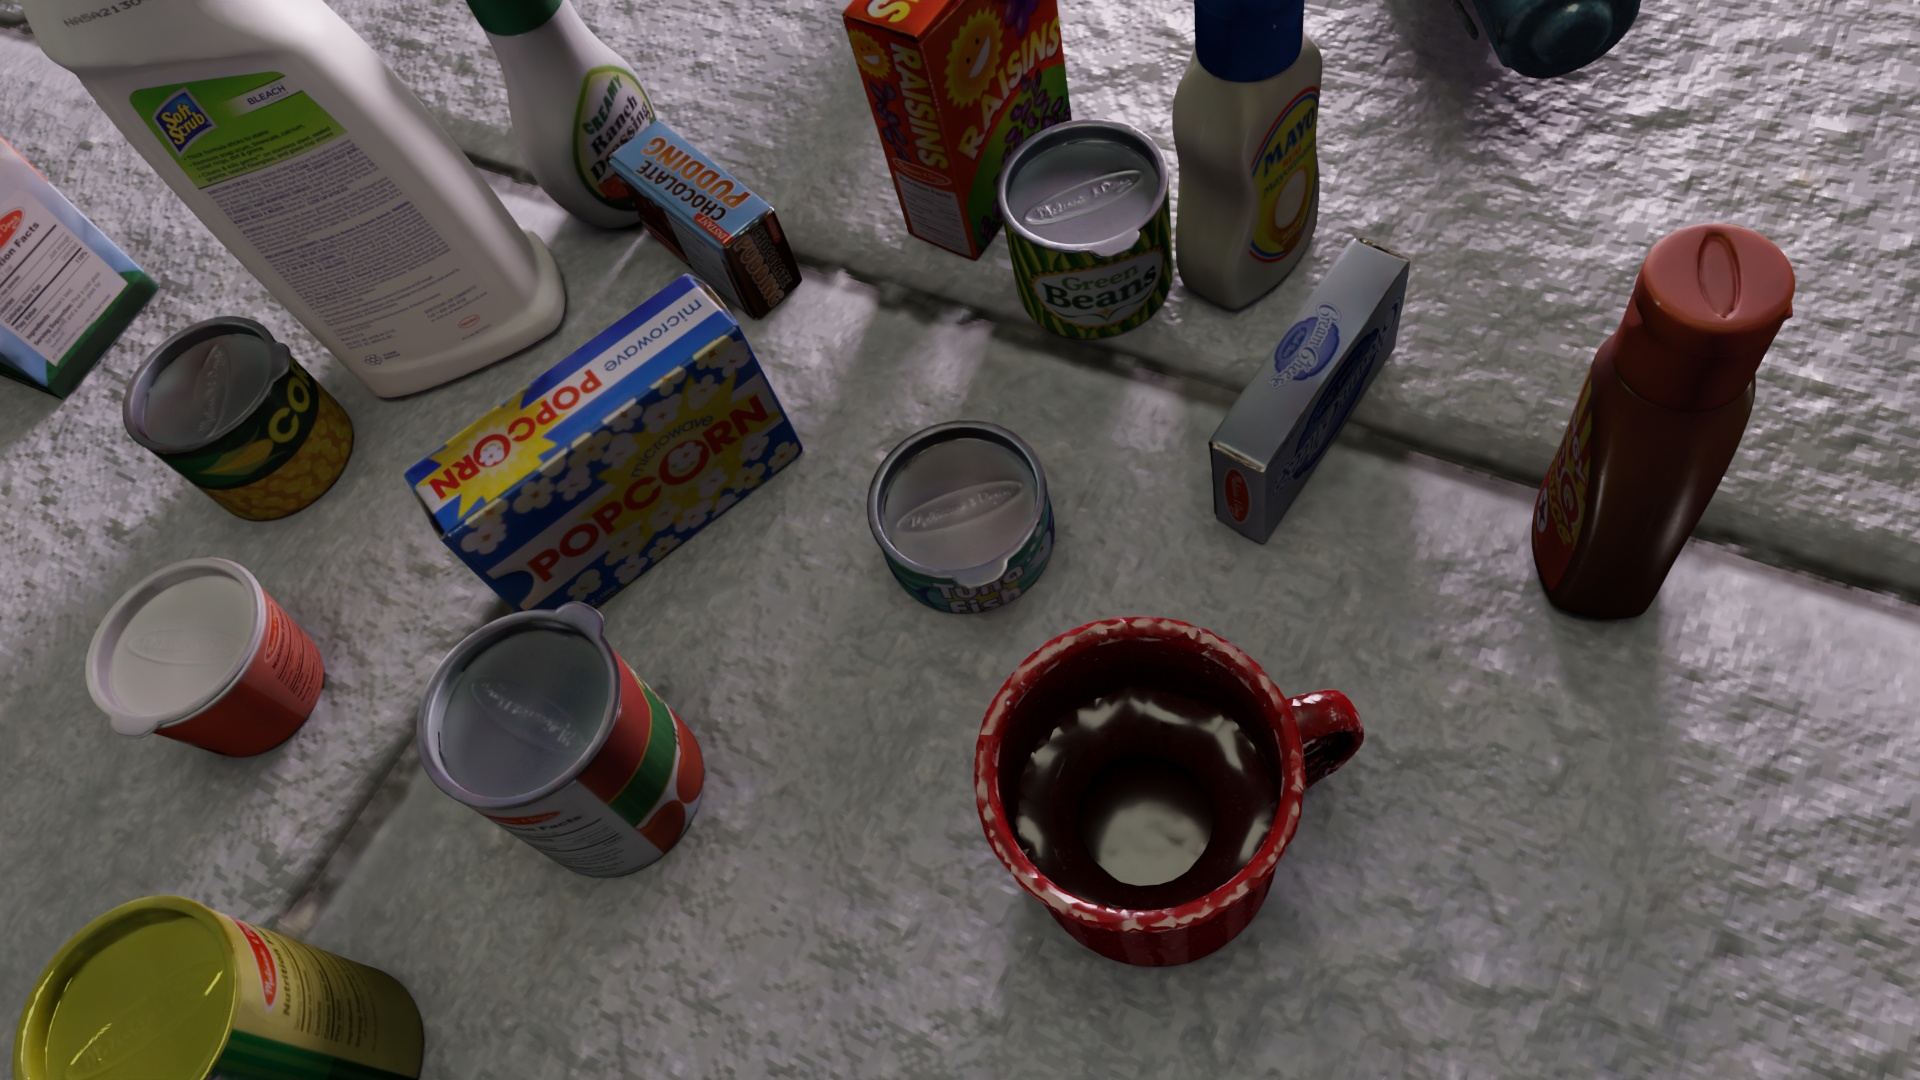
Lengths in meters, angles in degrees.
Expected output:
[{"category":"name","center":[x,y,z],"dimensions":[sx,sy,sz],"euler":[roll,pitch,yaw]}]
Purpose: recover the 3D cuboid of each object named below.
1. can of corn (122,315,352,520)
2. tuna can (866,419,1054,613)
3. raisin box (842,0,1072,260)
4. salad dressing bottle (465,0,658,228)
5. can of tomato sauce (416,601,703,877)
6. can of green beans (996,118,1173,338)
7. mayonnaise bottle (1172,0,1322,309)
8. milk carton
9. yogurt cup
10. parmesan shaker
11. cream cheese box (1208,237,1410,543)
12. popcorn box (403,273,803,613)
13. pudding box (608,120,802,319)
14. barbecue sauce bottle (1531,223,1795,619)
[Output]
[{"category":"can of corn","center":[-0.297,-0.050,0.580],"dimensions":[0.071,0.058,0.071],"euler":[-5,61,9]},{"category":"tuna can","center":[0.002,-0.006,0.512],"dimensions":[0.071,0.032,0.071],"euler":[-5,61,9]},{"category":"raisin box","center":[0.004,-0.187,0.559],"dimensions":[0.040,0.123,0.086],"euler":[26,70,23]},{"category":"salad dressing bottle","center":[-0.169,-0.196,0.584],"dimensions":[0.044,0.147,0.064],"euler":[21,68,21]},{"category":"can of tomato sauce","center":[-0.130,0.069,0.467],"dimensions":[0.071,0.082,0.071],"euler":[-5,61,9]},{"category":"can of green beans","center":[0.051,-0.123,0.552],"dimensions":[0.071,0.057,0.071],"euler":[-5,61,9]},{"category":"mayonnaise bottle","center":[0.105,-0.151,0.506],"dimensions":[0.041,0.147,0.065],"euler":[35,73,26]},{"category":"milk carton","center":[-0.447,-0.149,0.587],"dimensions":[0.072,0.189,0.074],"euler":[19,67,20]},{"category":"yogurt cup","center":[-0.280,0.047,0.524],"dimensions":[0.072,0.053,0.073],"euler":[-5,61,9]},{"category":"parmesan shaker","center":[-0.219,0.156,0.424],"dimensions":[0.071,0.102,0.071],"euler":[-5,61,9]},{"category":"cream cheese box","center":[0.126,-0.054,0.502],"dimensions":[0.024,0.053,0.104],"euler":[29,70,24]},{"category":"popcorn box","center":[-0.128,-0.030,0.520],"dimensions":[0.127,0.085,0.038],"euler":[-38,61,-11]},{"category":"pudding box","center":[-0.110,-0.138,0.597],"dimensions":[0.030,0.049,0.084],"euler":[-43,62,-13]},{"category":"barbecue sauce bottle","center":[0.208,-0.034,0.420],"dimensions":[0.044,0.148,0.065],"euler":[5,63,14]}]
